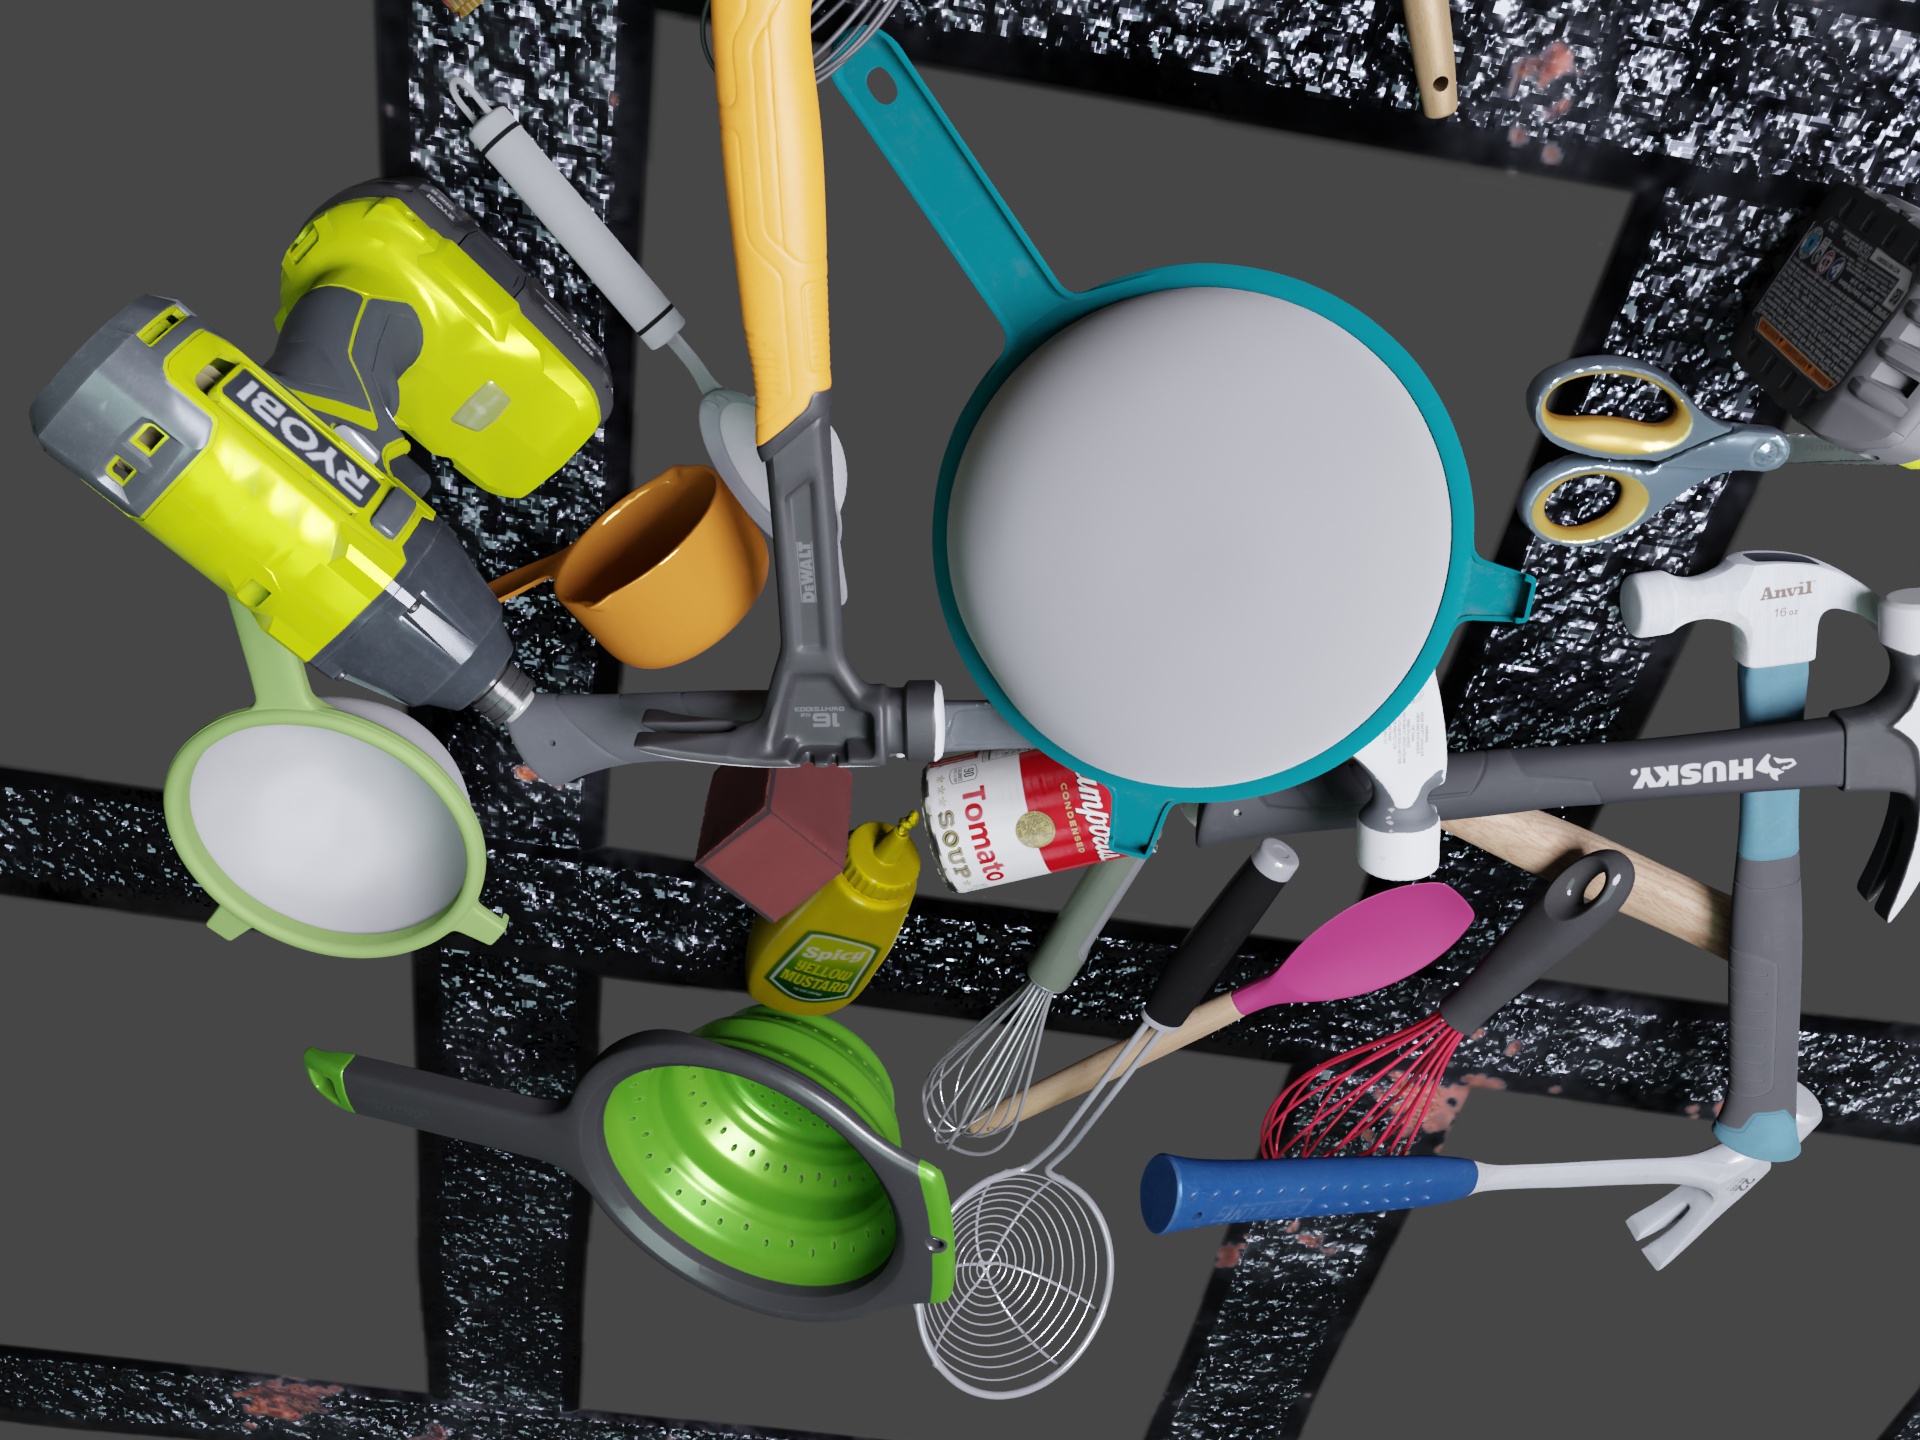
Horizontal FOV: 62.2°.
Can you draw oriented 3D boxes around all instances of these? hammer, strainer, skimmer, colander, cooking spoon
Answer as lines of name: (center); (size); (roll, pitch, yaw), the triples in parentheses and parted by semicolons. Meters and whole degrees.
hammer: (0.393, 0.076, 0.778); (0.128, 0.033, 0.330); (-9, 112, 4)
hammer: (0.285, 0.056, 0.802); (0.331, 0.031, 0.130); (23, 121, -14)
strainer: (-0.301, -0.004, 0.748); (0.151, 0.069, 0.256); (0, 123, 3)
skimmer: (0.086, 0.220, 0.842); (0.127, 0.090, 0.363); (14, 123, -25)
strainer: (0.048, -0.116, 0.584); (0.211, 0.095, 0.340); (-34, 94, 16)
strainer: (-0.117, -0.159, 0.661); (0.258, 0.050, 0.087); (49, 155, -20)
hammer: (-0.071, -0.134, 0.588); (0.127, 0.034, 0.336); (0, 117, 1)
hammer: (0.275, 0.031, 0.728); (0.335, 0.035, 0.146); (-6, 108, 10)
hammer: (0.280, 0.253, 0.864); (0.405, 0.035, 0.144); (5, 127, -23)
colander: (-0.178, 0.211, 0.889); (0.397, 0.094, 0.204); (9, 125, 17)
hammer: (-0.001, -0.002, 0.689); (0.409, 0.036, 0.149); (-1, 111, 9)
cooking spoon: (0.130, 0.164, 0.869); (0.319, 0.017, 0.068); (-32, 126, 25)

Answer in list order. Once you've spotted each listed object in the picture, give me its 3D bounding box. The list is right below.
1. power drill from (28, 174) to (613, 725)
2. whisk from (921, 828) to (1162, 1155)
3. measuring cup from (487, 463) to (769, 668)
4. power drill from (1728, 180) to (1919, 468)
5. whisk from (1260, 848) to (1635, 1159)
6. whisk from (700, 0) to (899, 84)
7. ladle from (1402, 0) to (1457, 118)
power drill: (-0.209, -0.103, 0.588); (0.080, 0.223, 0.171); (-36, 116, 22)
whisk: (0.044, 0.144, 0.856); (0.059, 0.058, 0.246); (35, 117, 14)
measuring cup: (-0.161, -0.055, 0.717); (0.173, 0.095, 0.052); (-15, 129, 32)
power drill: (0.430, -0.110, 0.599); (0.228, 0.191, 0.080); (20, 122, -7)
whisk: (0.251, 0.168, 0.842); (0.073, 0.073, 0.295); (23, 126, -14)
whisk: (0.001, -0.308, 0.554); (0.239, 0.055, 0.055); (-39, 115, 15)
ladle: (0.136, -0.360, 0.531); (0.078, 0.062, 0.319); (-16, 128, 9)
